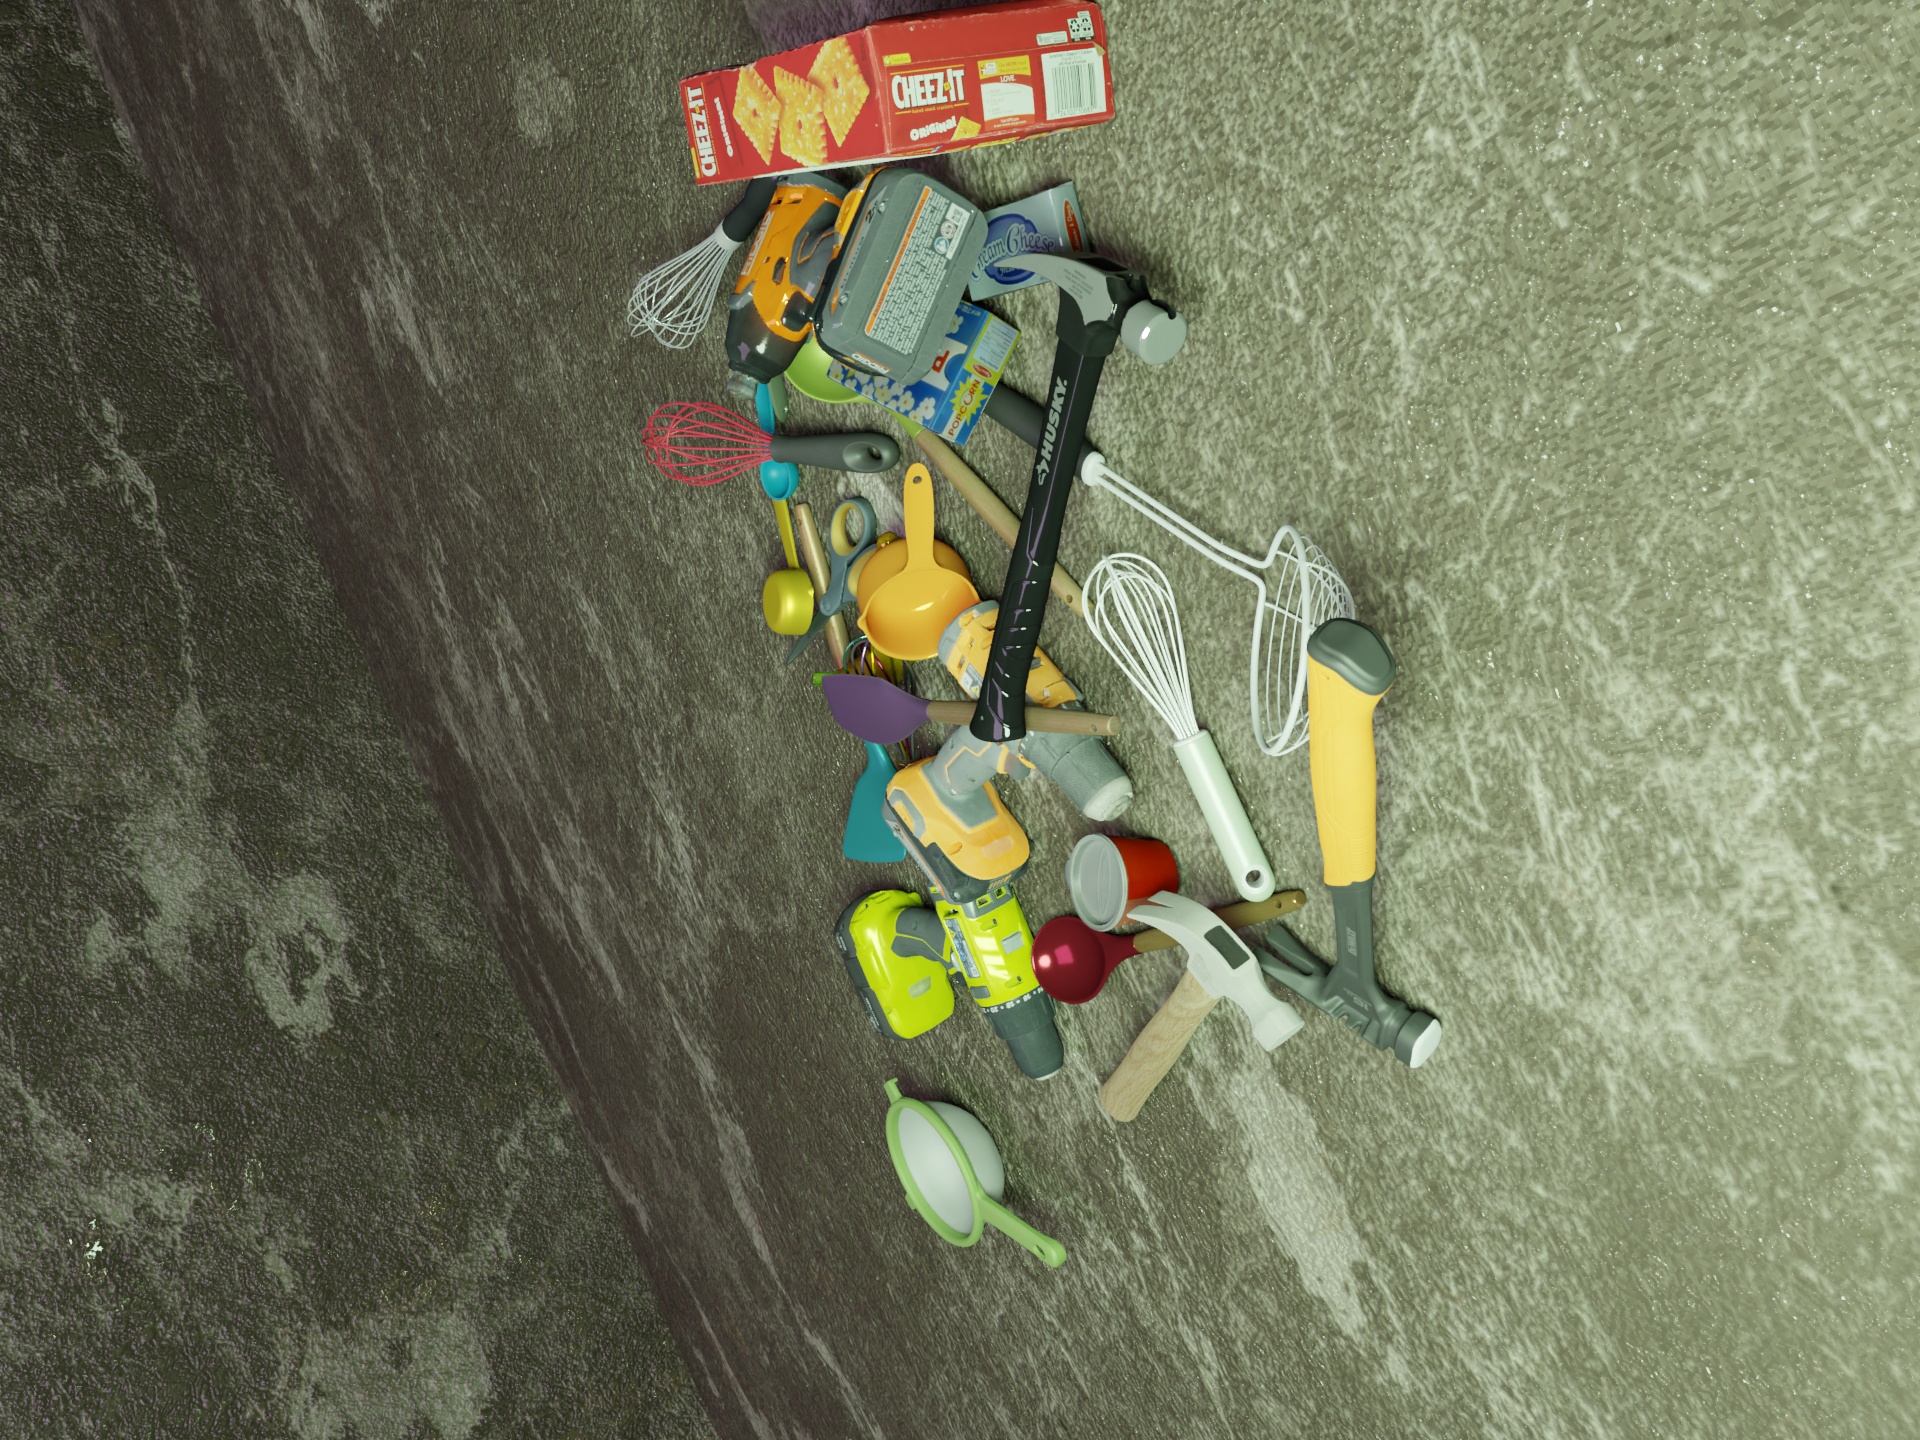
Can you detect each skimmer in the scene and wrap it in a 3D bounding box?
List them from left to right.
[{"bbox_3d":[0.099,-0.116,0.958,0.364,0.090,0.127,42,143,35],"label":"skimmer"}]

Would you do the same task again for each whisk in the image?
[{"bbox_3d":[-0.197,-0.377,1.279,0.284,0.070,0.070,-23,91,54],"label":"whisk"},{"bbox_3d":[-0.161,-0.223,1.297,0.296,0.073,0.073,11,121,40],"label":"whisk"},{"bbox_3d":[-0.049,0.016,1.291,0.244,0.051,0.047,77,168,-45],"label":"whisk"},{"bbox_3d":[0.144,0.004,1.023,0.059,0.058,0.246,-54,-60,-85],"label":"whisk"}]

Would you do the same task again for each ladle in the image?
[{"bbox_3d":[-0.019,-0.185,1.132,0.320,0.062,0.078,49,130,21],"label":"ladle"},{"bbox_3d":[0.144,0.155,1.146,0.315,0.031,0.069,-30,74,58],"label":"ladle"}]

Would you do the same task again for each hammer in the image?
[{"bbox_3d":[0.047,-0.125,0.982,0.146,0.035,0.334,49,139,41],"label":"hammer"},{"bbox_3d":[0.146,0.222,1.137,0.130,0.031,0.331,53,156,20],"label":"hammer"},{"bbox_3d":[0.209,0.068,0.880,0.127,0.034,0.336,32,152,35],"label":"hammer"}]

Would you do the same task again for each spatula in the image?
[{"bbox_3d":[-0.102,-0.032,1.380,0.082,0.044,0.317,-2,109,45],"label":"spatula"},{"bbox_3d":[-0.002,-0.004,1.139,0.316,0.018,0.059,4,118,50],"label":"spatula"}]

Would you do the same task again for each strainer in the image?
[{"bbox_3d":[0.028,0.429,1.479,0.256,0.069,0.151,18,124,51],"label":"strainer"}]

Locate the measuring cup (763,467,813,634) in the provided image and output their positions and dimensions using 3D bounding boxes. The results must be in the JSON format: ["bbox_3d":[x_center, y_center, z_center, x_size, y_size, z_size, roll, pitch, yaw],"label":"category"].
[{"bbox_3d":[-0.158,-0.148,1.361,0.062,0.029,0.156,-31,68,59],"label":"measuring cup"}]

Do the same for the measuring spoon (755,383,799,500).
[{"bbox_3d":[-0.155,-0.251,1.341,0.042,0.021,0.128,4,106,48],"label":"measuring spoon"}]

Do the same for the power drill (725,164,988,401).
[{"bbox_3d":[-0.086,-0.282,1.049,0.227,0.084,0.164,29,96,57],"label":"power drill"}]

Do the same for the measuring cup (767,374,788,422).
[{"bbox_3d":[-0.136,-0.286,1.250,0.038,0.083,0.167,18,154,12],"label":"measuring cup"}]

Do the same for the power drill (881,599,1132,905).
[{"bbox_3d":[0.035,0.047,1.191,0.185,0.084,0.226,50,142,24],"label":"power drill"}]

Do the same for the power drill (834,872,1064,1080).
[{"bbox_3d":[-0.006,0.219,1.378,0.228,0.080,0.190,-18,95,57],"label":"power drill"}]

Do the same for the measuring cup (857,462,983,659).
[{"bbox_3d":[-0.034,-0.125,1.156,0.052,0.095,0.173,-108,13,-47],"label":"measuring cup"}]
